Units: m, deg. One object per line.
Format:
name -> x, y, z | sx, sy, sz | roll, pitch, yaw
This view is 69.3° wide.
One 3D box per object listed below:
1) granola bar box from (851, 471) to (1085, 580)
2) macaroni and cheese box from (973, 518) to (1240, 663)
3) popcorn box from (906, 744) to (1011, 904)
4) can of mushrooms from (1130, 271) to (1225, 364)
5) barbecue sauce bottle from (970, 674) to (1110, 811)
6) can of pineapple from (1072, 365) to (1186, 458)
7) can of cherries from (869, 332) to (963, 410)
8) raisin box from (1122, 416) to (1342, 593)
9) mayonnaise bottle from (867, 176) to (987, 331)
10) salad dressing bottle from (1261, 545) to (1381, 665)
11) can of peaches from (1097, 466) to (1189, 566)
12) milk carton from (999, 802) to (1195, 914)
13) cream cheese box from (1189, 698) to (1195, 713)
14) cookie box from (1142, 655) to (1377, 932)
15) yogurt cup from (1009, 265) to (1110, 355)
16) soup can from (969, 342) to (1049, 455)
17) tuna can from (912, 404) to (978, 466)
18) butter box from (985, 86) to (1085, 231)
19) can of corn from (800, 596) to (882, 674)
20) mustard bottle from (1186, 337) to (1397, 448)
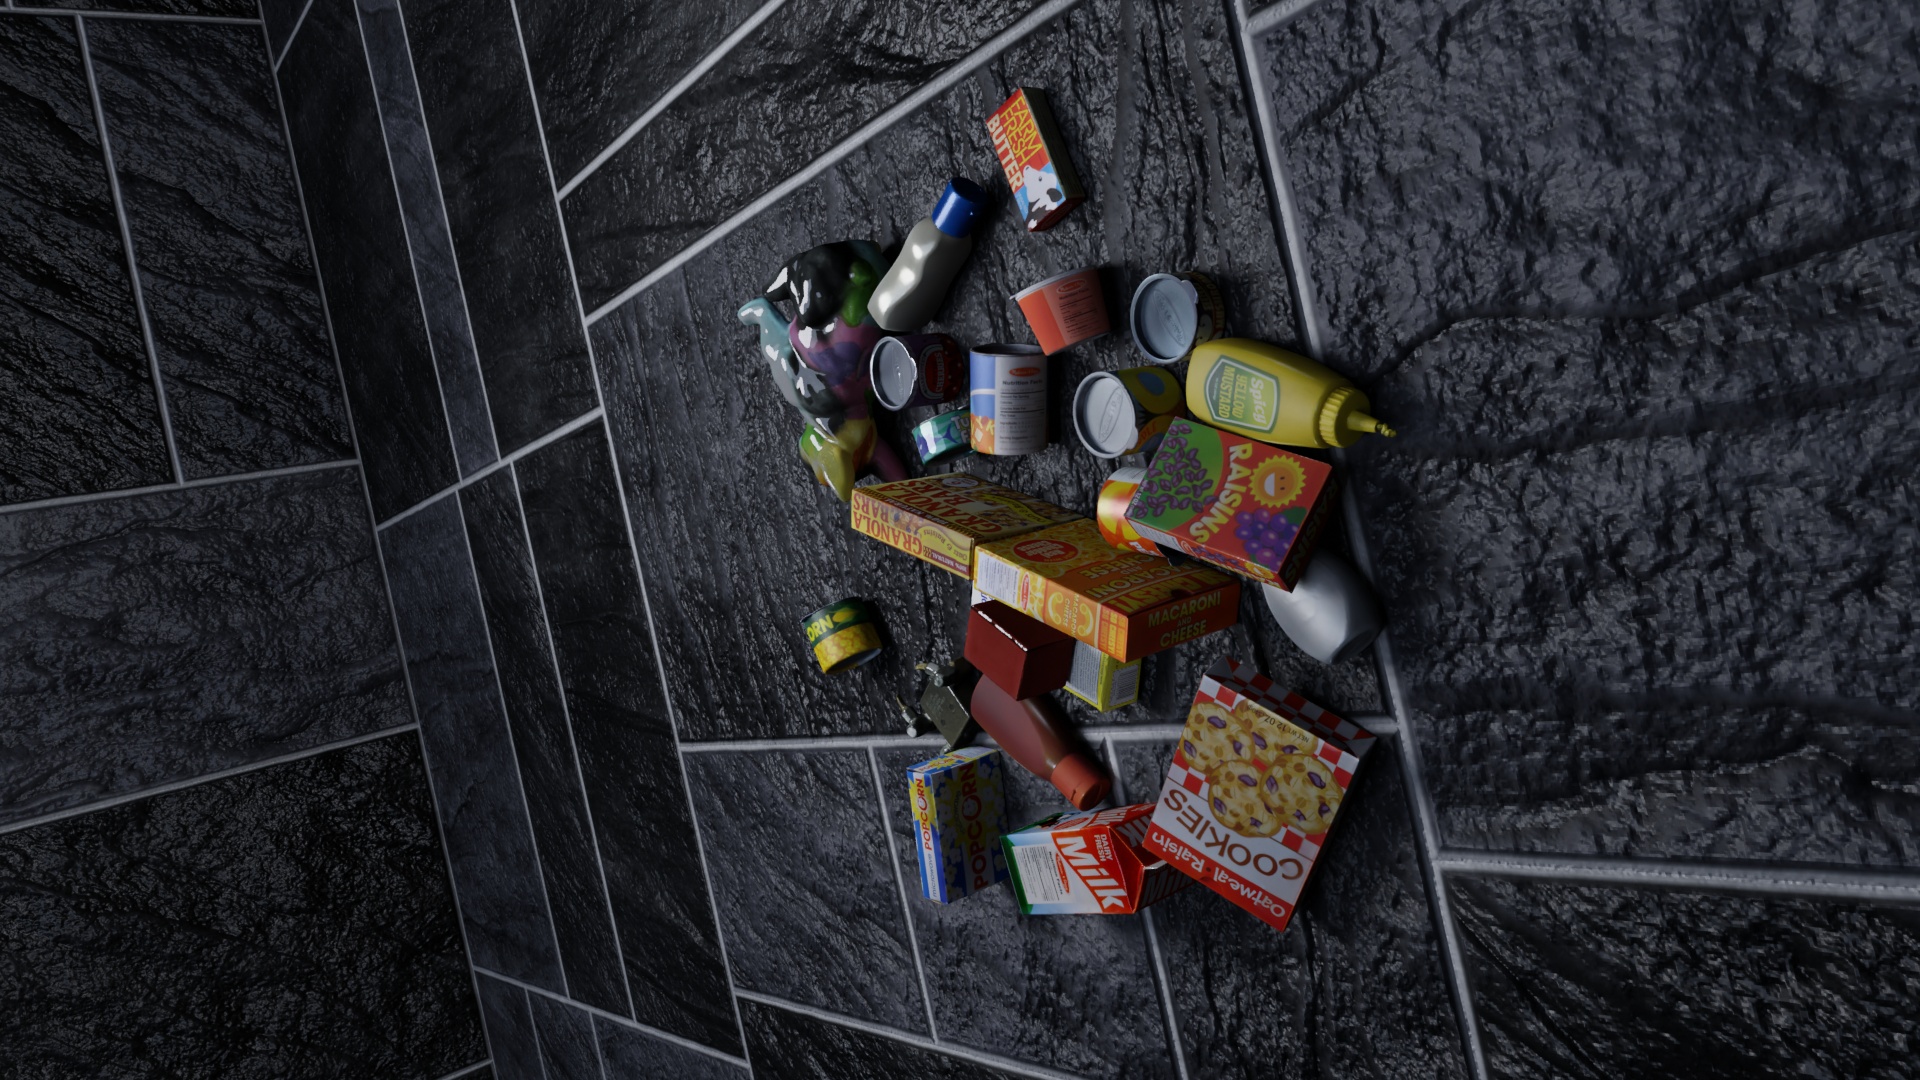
granola bar box -> 0.004, -0.015, 1.182 | 0.166, 0.124, 0.039 | 22, 116, 47
macaroni and cheese box -> 0.110, 0.033, 1.061 | 0.166, 0.124, 0.040 | 24, 120, 46
popcorn box -> 0.000, 0.264, 1.295 | 0.038, 0.085, 0.126 | 0, 99, 51
can of mushrooms -> 0.160, -0.164, 1.016 | 0.071, 0.033, 0.070 | 18, 113, 49
barbecue sauce bottle -> 0.070, 0.175, 1.218 | 0.149, 0.044, 0.064 | 43, 131, 36
can of pineapple -> 0.129, -0.097, 1.054 | 0.071, 0.058, 0.070 | 19, 115, 48
can of cherries -> -0.038, -0.152, 1.252 | 0.071, 0.058, 0.071 | 17, 112, 49
raisin box -> 0.187, -0.026, 0.958 | 0.123, 0.040, 0.086 | 22, 78, 34
mayonnaise bottle -> -0.025, -0.247, 1.209 | 0.041, 0.065, 0.147 | 55, 133, 23
salad dressing bottle -> 0.230, 0.018, 0.971 | 0.148, 0.044, 0.064 | 56, 131, 28
can of peaches -> 0.145, -0.019, 1.048 | 0.058, 0.071, 0.071 | 11, 108, 51
milk carton -> 0.123, 0.264, 1.151 | 0.190, 0.072, 0.073 | -22, 83, 53
cream cheese box -> 0.194, 0.174, 1.075 | 0.053, 0.024, 0.103 | 38, 128, 40
cookie box -> 0.213, 0.186, 1.013 | 0.123, 0.040, 0.166 | 28, 122, 24
yogurt cup -> 0.083, -0.179, 1.087 | 0.072, 0.073, 0.054 | -17, 95, 52
soup can -> 0.040, -0.119, 1.157 | 0.071, 0.071, 0.083 | 18, 114, 48
tuna can -> -0.005, -0.092, 1.220 | 0.071, 0.071, 0.033 | -29, 78, 51
butter box -> 0.060, -0.305, 1.113 | 0.053, 0.024, 0.103 | -32, 74, 50
can of corn -> -0.122, 0.098, 1.417 | 0.071, 0.071, 0.058 | -42, 68, 49
mustard bottle -> 0.225, -0.095, 0.940 | 0.160, 0.049, 0.065 | 25, 121, 46
